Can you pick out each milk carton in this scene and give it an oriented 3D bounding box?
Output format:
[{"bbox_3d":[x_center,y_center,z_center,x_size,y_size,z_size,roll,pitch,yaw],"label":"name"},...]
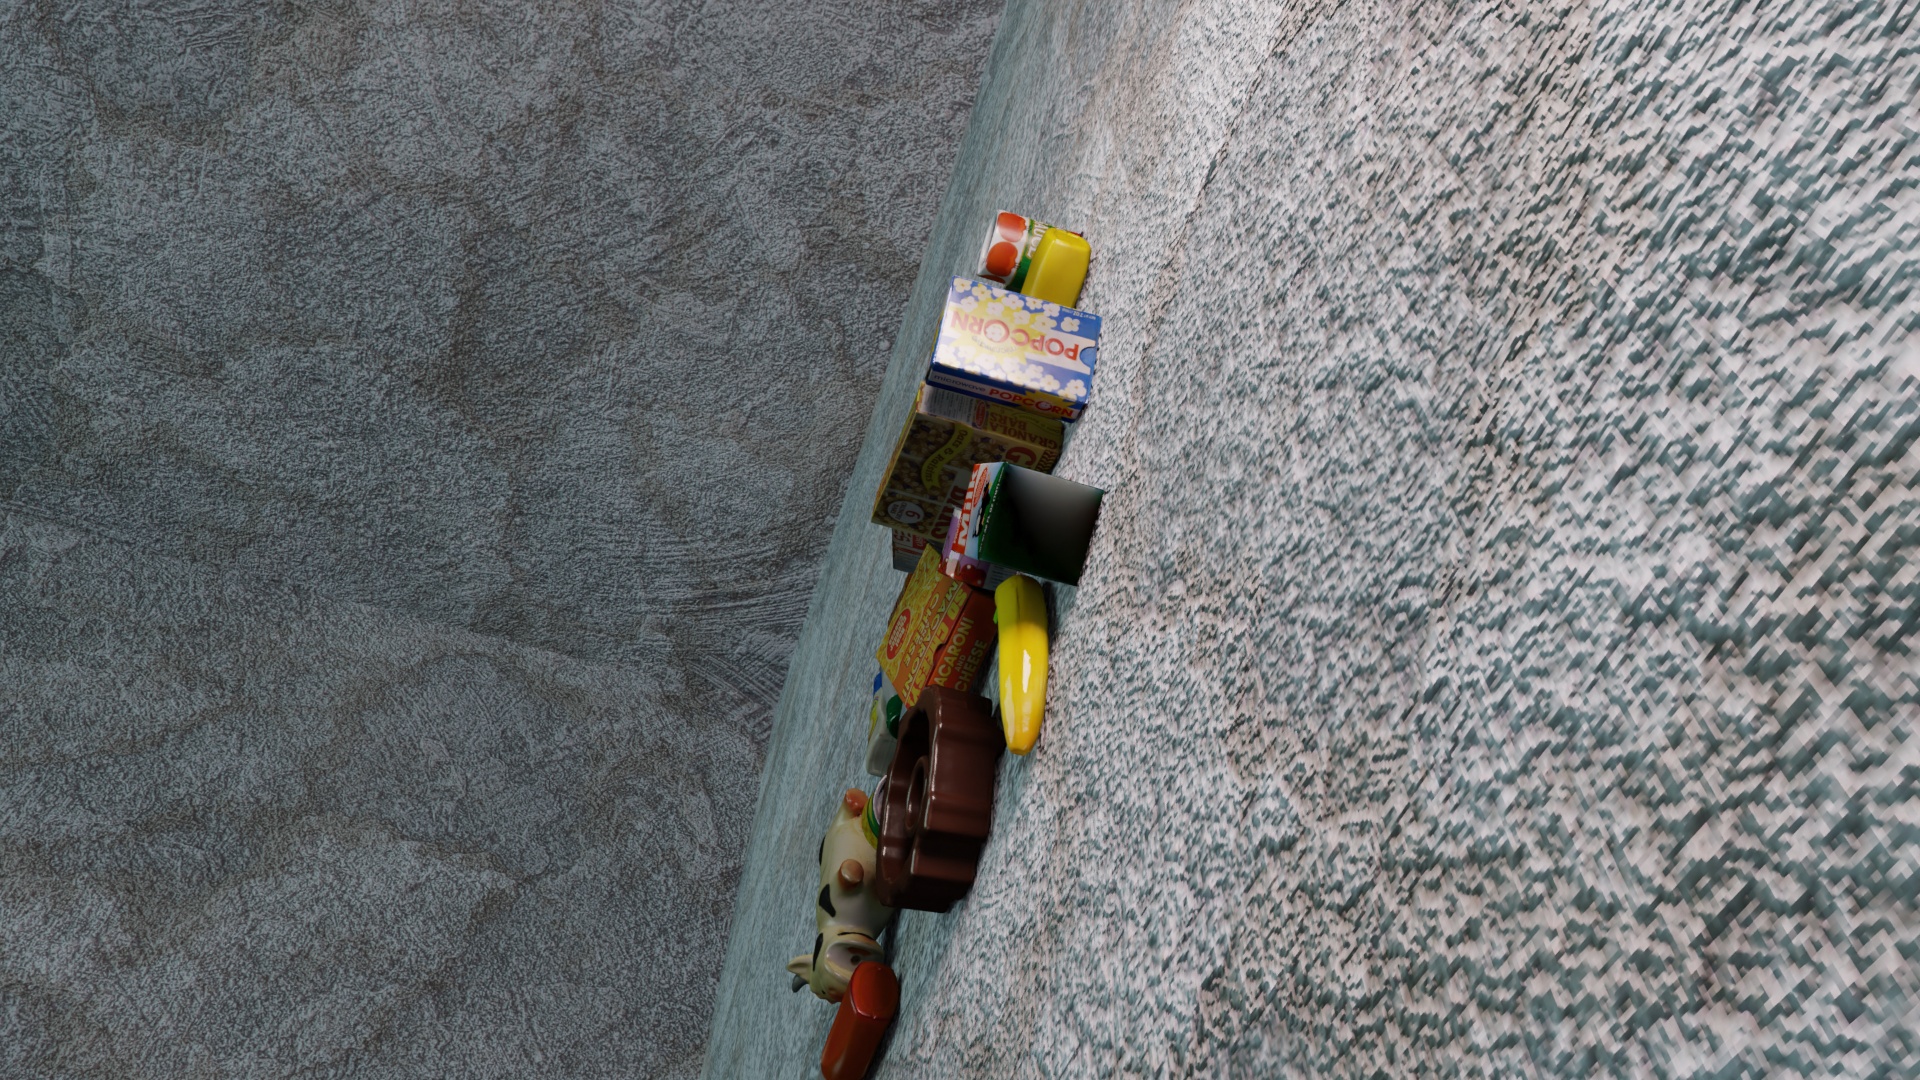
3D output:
[{"bbox_3d":[0.042,-0.015,1.034,0.190,0.073,0.072,-168,94,-82],"label":"milk carton"}]

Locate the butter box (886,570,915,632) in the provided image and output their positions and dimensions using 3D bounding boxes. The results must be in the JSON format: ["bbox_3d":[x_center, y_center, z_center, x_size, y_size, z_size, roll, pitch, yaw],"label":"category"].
[{"bbox_3d":[-0.040,0.067,1.472,0.024,0.053,0.103,-87,15,-46],"label":"butter box"}]

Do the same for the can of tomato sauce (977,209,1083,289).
[{"bbox_3d":[0.065,-0.270,1.306,0.071,0.083,0.071,-162,87,-82],"label":"can of tomato sauce"}]

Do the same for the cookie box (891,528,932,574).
[{"bbox_3d":[-0.033,-0.056,1.379,0.166,0.040,0.123,94,-168,-62],"label":"cookie box"}]

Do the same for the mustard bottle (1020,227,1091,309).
[{"bbox_3d":[0.072,-0.198,1.251,0.065,0.049,0.159,-91,18,-63],"label":"mustard bottle"}]

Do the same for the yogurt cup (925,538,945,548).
[{"bbox_3d":[0.005,-0.016,1.313,0.072,0.072,0.054,144,148,-76],"label":"yogurt cup"}]

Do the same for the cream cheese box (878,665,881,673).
[{"bbox_3d":[-0.077,0.144,1.667,0.104,0.024,0.053,-130,56,-80],"label":"cream cheese box"}]

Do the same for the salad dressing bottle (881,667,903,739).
[{"bbox_3d":[-0.061,0.157,1.476,0.148,0.044,0.064,-99,5,-62],"label":"salad dressing bottle"}]

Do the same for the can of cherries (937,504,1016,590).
[{"bbox_3d":[0.017,0.007,1.167,0.071,0.071,0.058,-133,58,-80],"label":"can of cherries"}]

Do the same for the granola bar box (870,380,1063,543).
[{"bbox_3d":[0.003,-0.058,1.191,0.164,0.124,0.039,118,166,-53],"label":"granola bar box"}]

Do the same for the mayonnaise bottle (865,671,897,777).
[{"bbox_3d":[-0.081,0.197,1.539,0.149,0.041,0.064,-94,19,-64],"label":"mayonnaise bottle"}]

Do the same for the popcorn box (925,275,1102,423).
[{"bbox_3d":[0.042,-0.151,1.102,0.038,0.127,0.085,116,167,-63],"label":"popcorn box"}]

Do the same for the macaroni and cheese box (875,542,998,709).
[{"bbox_3d":[-0.021,0.083,1.244,0.123,0.040,0.167,-65,18,6],"label":"macaroni and cheese box"}]

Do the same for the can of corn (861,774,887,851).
[{"bbox_3d":[-0.048,0.231,1.188,0.058,0.071,0.071,120,163,-60],"label":"can of corn"}]

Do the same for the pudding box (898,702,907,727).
[{"bbox_3d":[-0.036,0.145,1.391,0.049,0.030,0.084,118,165,-59],"label":"pudding box"}]

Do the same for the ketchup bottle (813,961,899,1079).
[{"bbox_3d":[-0.093,0.433,1.195,0.065,0.043,0.148,-87,15,-58],"label":"ketchup bottle"}]
